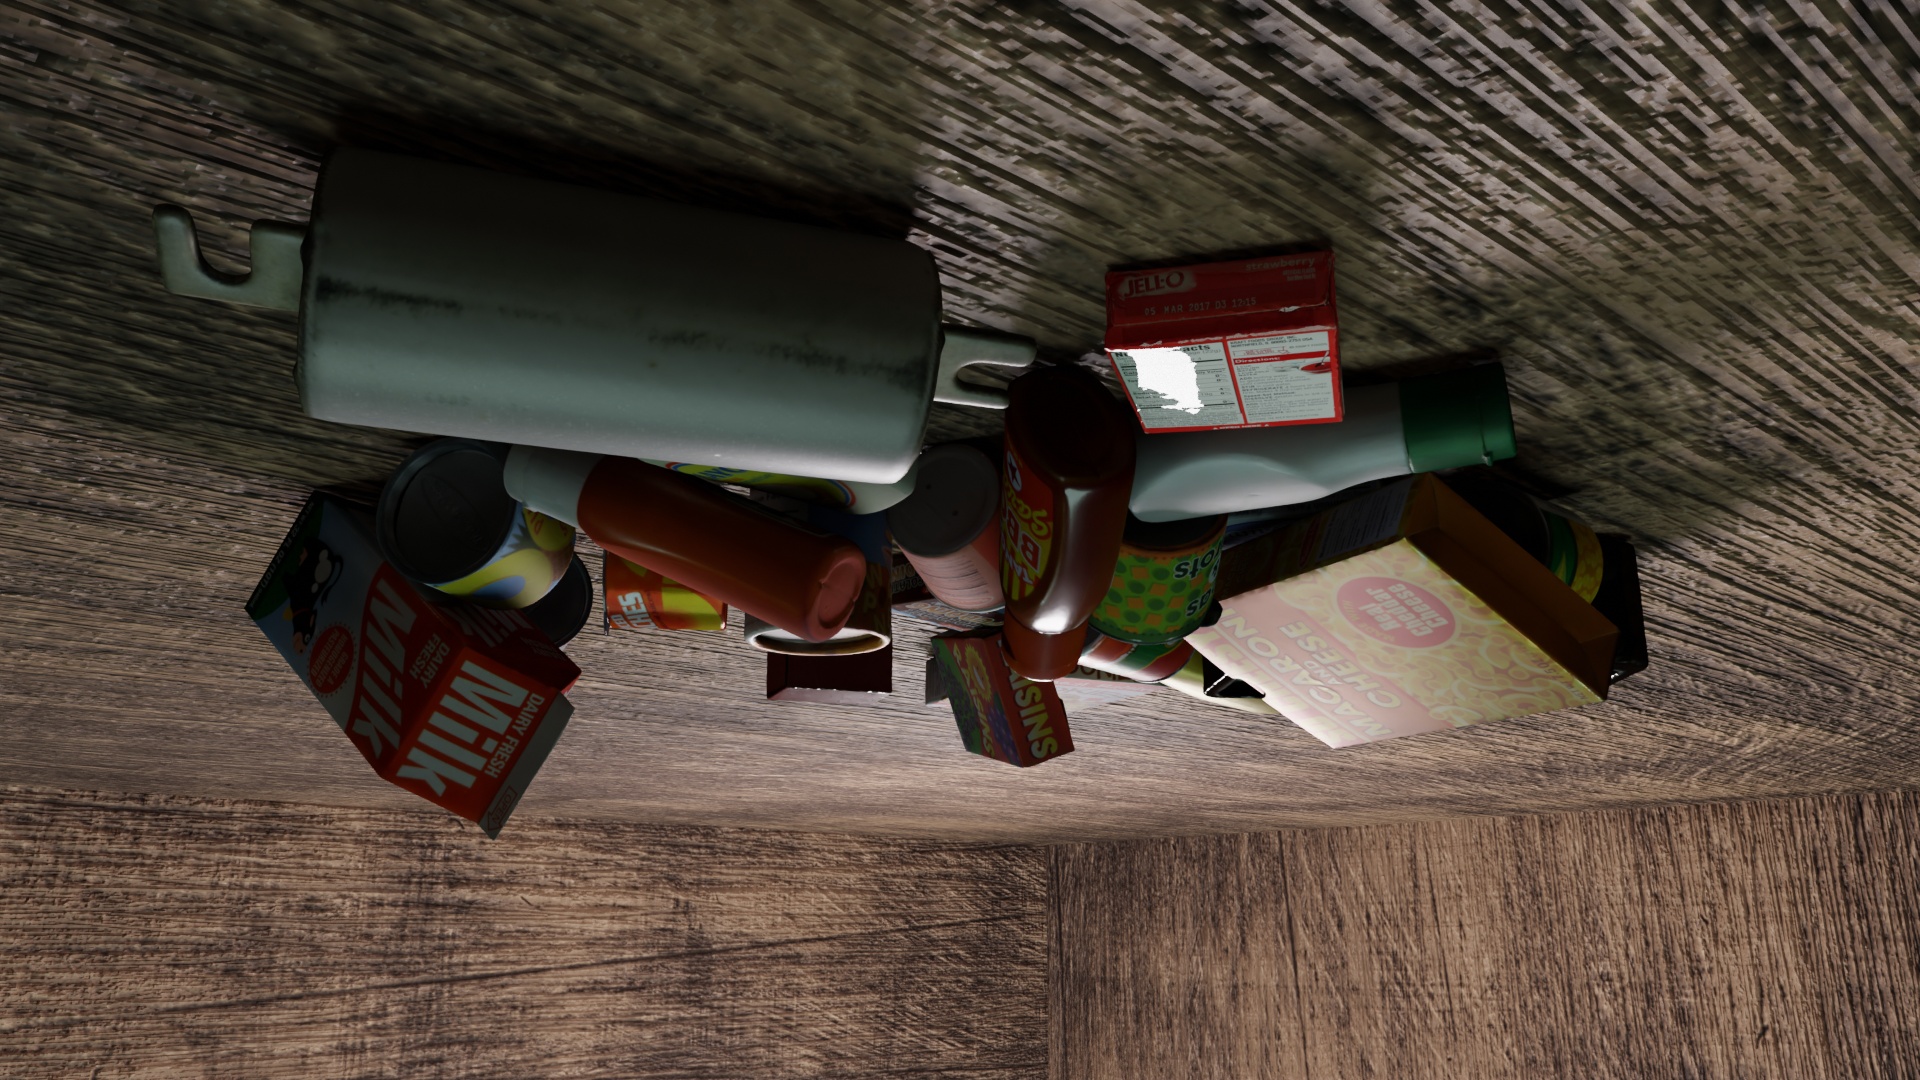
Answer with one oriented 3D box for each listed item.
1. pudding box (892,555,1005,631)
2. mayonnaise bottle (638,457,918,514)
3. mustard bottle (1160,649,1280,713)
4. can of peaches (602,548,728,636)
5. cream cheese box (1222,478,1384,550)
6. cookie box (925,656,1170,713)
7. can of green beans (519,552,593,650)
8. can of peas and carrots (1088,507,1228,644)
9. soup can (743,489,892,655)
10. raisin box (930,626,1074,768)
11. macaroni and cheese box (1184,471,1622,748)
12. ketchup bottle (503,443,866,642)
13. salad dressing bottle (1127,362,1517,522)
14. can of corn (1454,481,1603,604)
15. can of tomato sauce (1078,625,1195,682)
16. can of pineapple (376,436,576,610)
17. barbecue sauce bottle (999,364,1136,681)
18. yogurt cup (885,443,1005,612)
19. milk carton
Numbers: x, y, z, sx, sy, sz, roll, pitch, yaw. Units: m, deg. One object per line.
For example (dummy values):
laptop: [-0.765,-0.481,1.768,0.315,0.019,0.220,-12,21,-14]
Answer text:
pudding box: [-0.004,0.030,0.810,0.049,0.030,0.083,-10,161,33]
mayonnaise bottle: [-0.089,-0.043,0.532,0.148,0.041,0.064,13,167,-39]
mustard bottle: [0.162,0.073,0.910,0.160,0.065,0.048,13,155,-21]
can of peaches: [-0.142,0.013,0.679,0.058,0.071,0.071,2,164,-9]
cream cheese box: [0.149,-0.016,0.661,0.104,0.024,0.053,-6,162,20]
cookie box: [0.061,0.097,1.033,0.123,0.040,0.167,7,164,-22]
can of green beans: [-0.241,0.035,0.765,0.071,0.071,0.057,7,163,-23]
can of peas and carrots: [0.085,0.004,0.614,0.071,0.071,0.058,0,134,0]
soup can: [-0.061,0.005,0.626,0.071,0.084,0.071,0,164,0]
raisin box: [0.025,0.096,0.892,0.040,0.086,0.123,-17,-179,-16]
macaroni and cheese box: [0.191,0.040,0.642,0.123,0.040,0.166,36,151,-15]
ketchup bottle: [-0.114,-0.006,0.565,0.149,0.043,0.064,22,173,13]
salad dressing bottle: [0.138,-0.039,0.545,0.147,0.044,0.064,-8,160,23]
can of corn: [0.265,0.012,0.670,0.058,0.071,0.071,13,160,-40]
can of tomato sauce: [0.088,0.041,0.786,0.071,0.071,0.083,-13,159,39]
can of pineapple: [-0.212,-0.007,0.618,0.071,0.071,0.057,-3,164,11]
barbecue sauce bottle: [0.039,0.002,0.561,0.044,0.065,0.147,-14,143,-13]
yogurt cup: [0.002,-0.008,0.620,0.072,0.072,0.054,-7,154,22]
milk carton: [-0.249,0.057,0.652,0.191,0.072,0.073,34,-176,33]
